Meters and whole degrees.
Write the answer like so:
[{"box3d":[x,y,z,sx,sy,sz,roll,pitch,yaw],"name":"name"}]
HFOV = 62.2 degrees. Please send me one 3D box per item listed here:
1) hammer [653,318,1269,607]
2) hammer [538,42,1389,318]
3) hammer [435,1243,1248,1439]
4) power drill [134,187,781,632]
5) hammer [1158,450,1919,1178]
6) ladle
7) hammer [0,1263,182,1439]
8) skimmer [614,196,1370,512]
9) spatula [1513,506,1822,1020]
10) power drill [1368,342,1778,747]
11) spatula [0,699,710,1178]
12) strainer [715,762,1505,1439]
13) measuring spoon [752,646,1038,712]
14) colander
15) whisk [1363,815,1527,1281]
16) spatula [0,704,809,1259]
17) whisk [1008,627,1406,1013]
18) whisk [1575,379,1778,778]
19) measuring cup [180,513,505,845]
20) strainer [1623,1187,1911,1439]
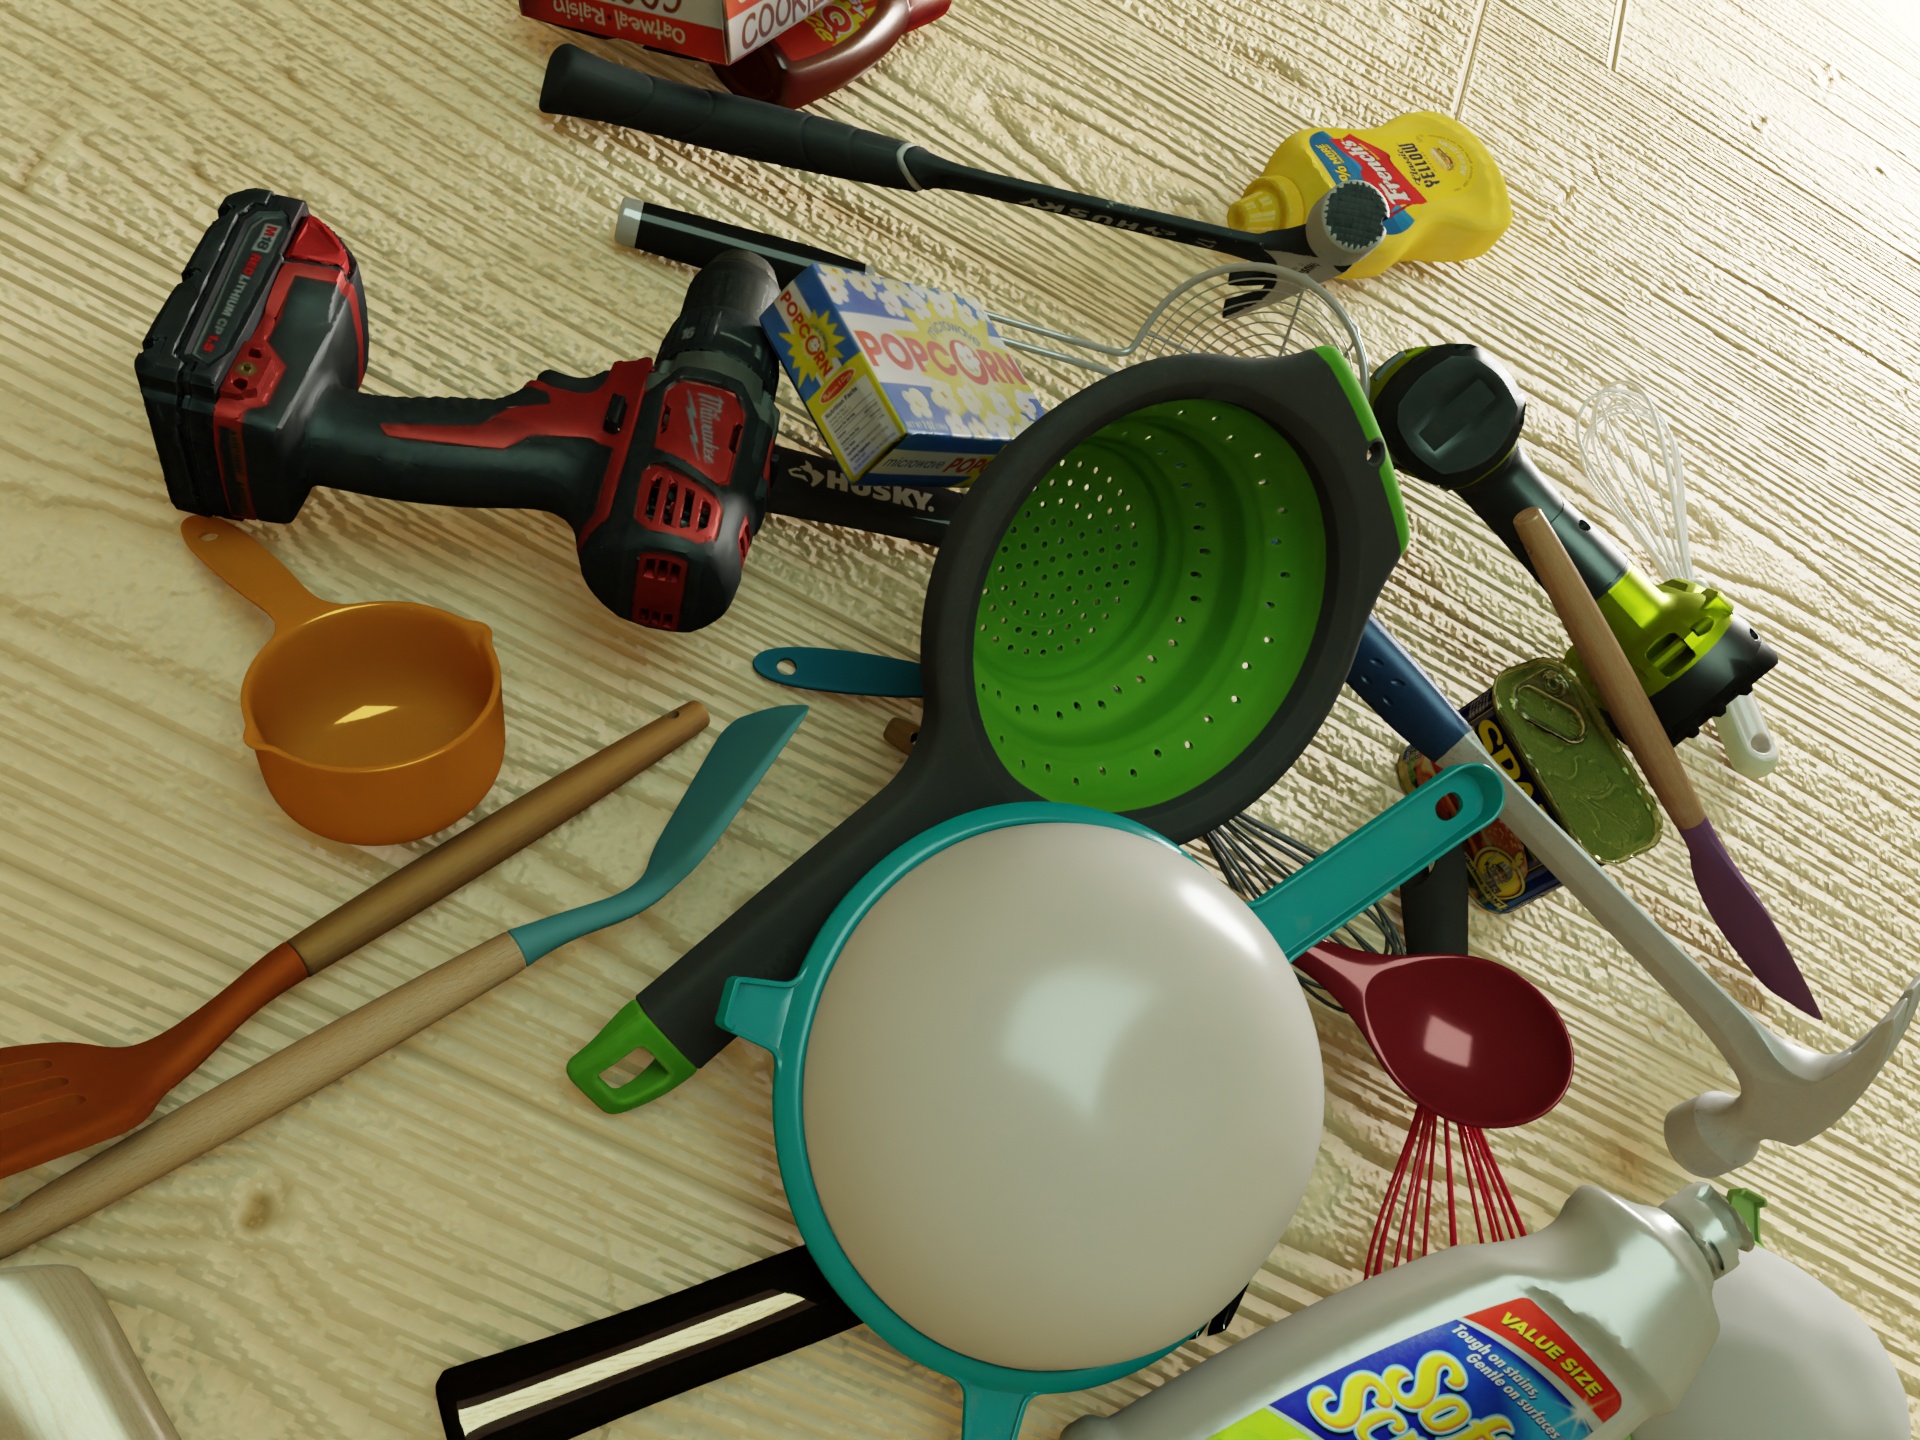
[{"box3d":[0.011,-0.095,0.748,0.334,0.035,0.146,11,62,-18],"name":"hammer"},{"box3d":[-0.004,-0.272,0.797,0.409,0.149,0.036,11,88,-8],"name":"hammer"},{"box3d":[-0.020,0.200,0.585,0.331,0.031,0.130,-12,70,-28],"name":"hammer"},{"box3d":[-0.182,-0.138,0.638,0.226,0.080,0.188,12,55,-8],"name":"power drill"},{"box3d":[0.229,0.016,0.700,0.035,0.144,0.406,-32,73,-33],"name":"hammer"},{"box3d":[0.106,0.077,0.671,0.315,0.031,0.069,28,73,8],"name":"ladle"},{"box3d":[-0.166,0.323,0.456,0.410,0.038,0.146,44,57,3],"name":"hammer"},{"box3d":[0.015,-0.192,0.766,0.363,0.090,0.127,13,102,-13],"name":"skimmer"},{"box3d":[0.332,0.027,0.750,0.018,0.060,0.315,-38,112,-2],"name":"spatula"},{"box3d":[0.291,-0.099,0.813,0.228,0.080,0.190,47,13,-3],"name":"power drill"},{"box3d":[-0.215,0.064,0.562,0.081,0.041,0.322,22,43,37],"name":"spatula"},{"box3d":[0.099,0.099,0.571,0.340,0.095,0.211,-30,92,-23],"name":"strainer"},{"box3d":[-0.029,-0.015,0.704,0.128,0.021,0.042,7,63,-10],"name":"measuring spoon"},{"box3d":[-0.001,-0.002,0.635,0.397,0.095,0.204,-40,125,-10],"name":"colander"},{"box3d":[0.208,0.167,0.686,0.073,0.073,0.296,19,53,-14],"name":"whisk"},{"box3d":[-0.186,0.084,0.563,0.317,0.082,0.044,-30,101,-28],"name":"spatula"},{"box3d":[0.107,0.041,0.716,0.239,0.055,0.055,43,56,7],"name":"whisk"},{"box3d":[0.412,-0.083,0.909,0.058,0.059,0.246,-11,74,-15],"name":"whisk"},{"box3d":[-0.241,-0.018,0.598,0.174,0.052,0.095,36,50,27],"name":"measuring cup"},{"box3d":[0.304,0.295,0.652,0.256,0.069,0.152,-10,69,-29],"name":"strainer"}]
